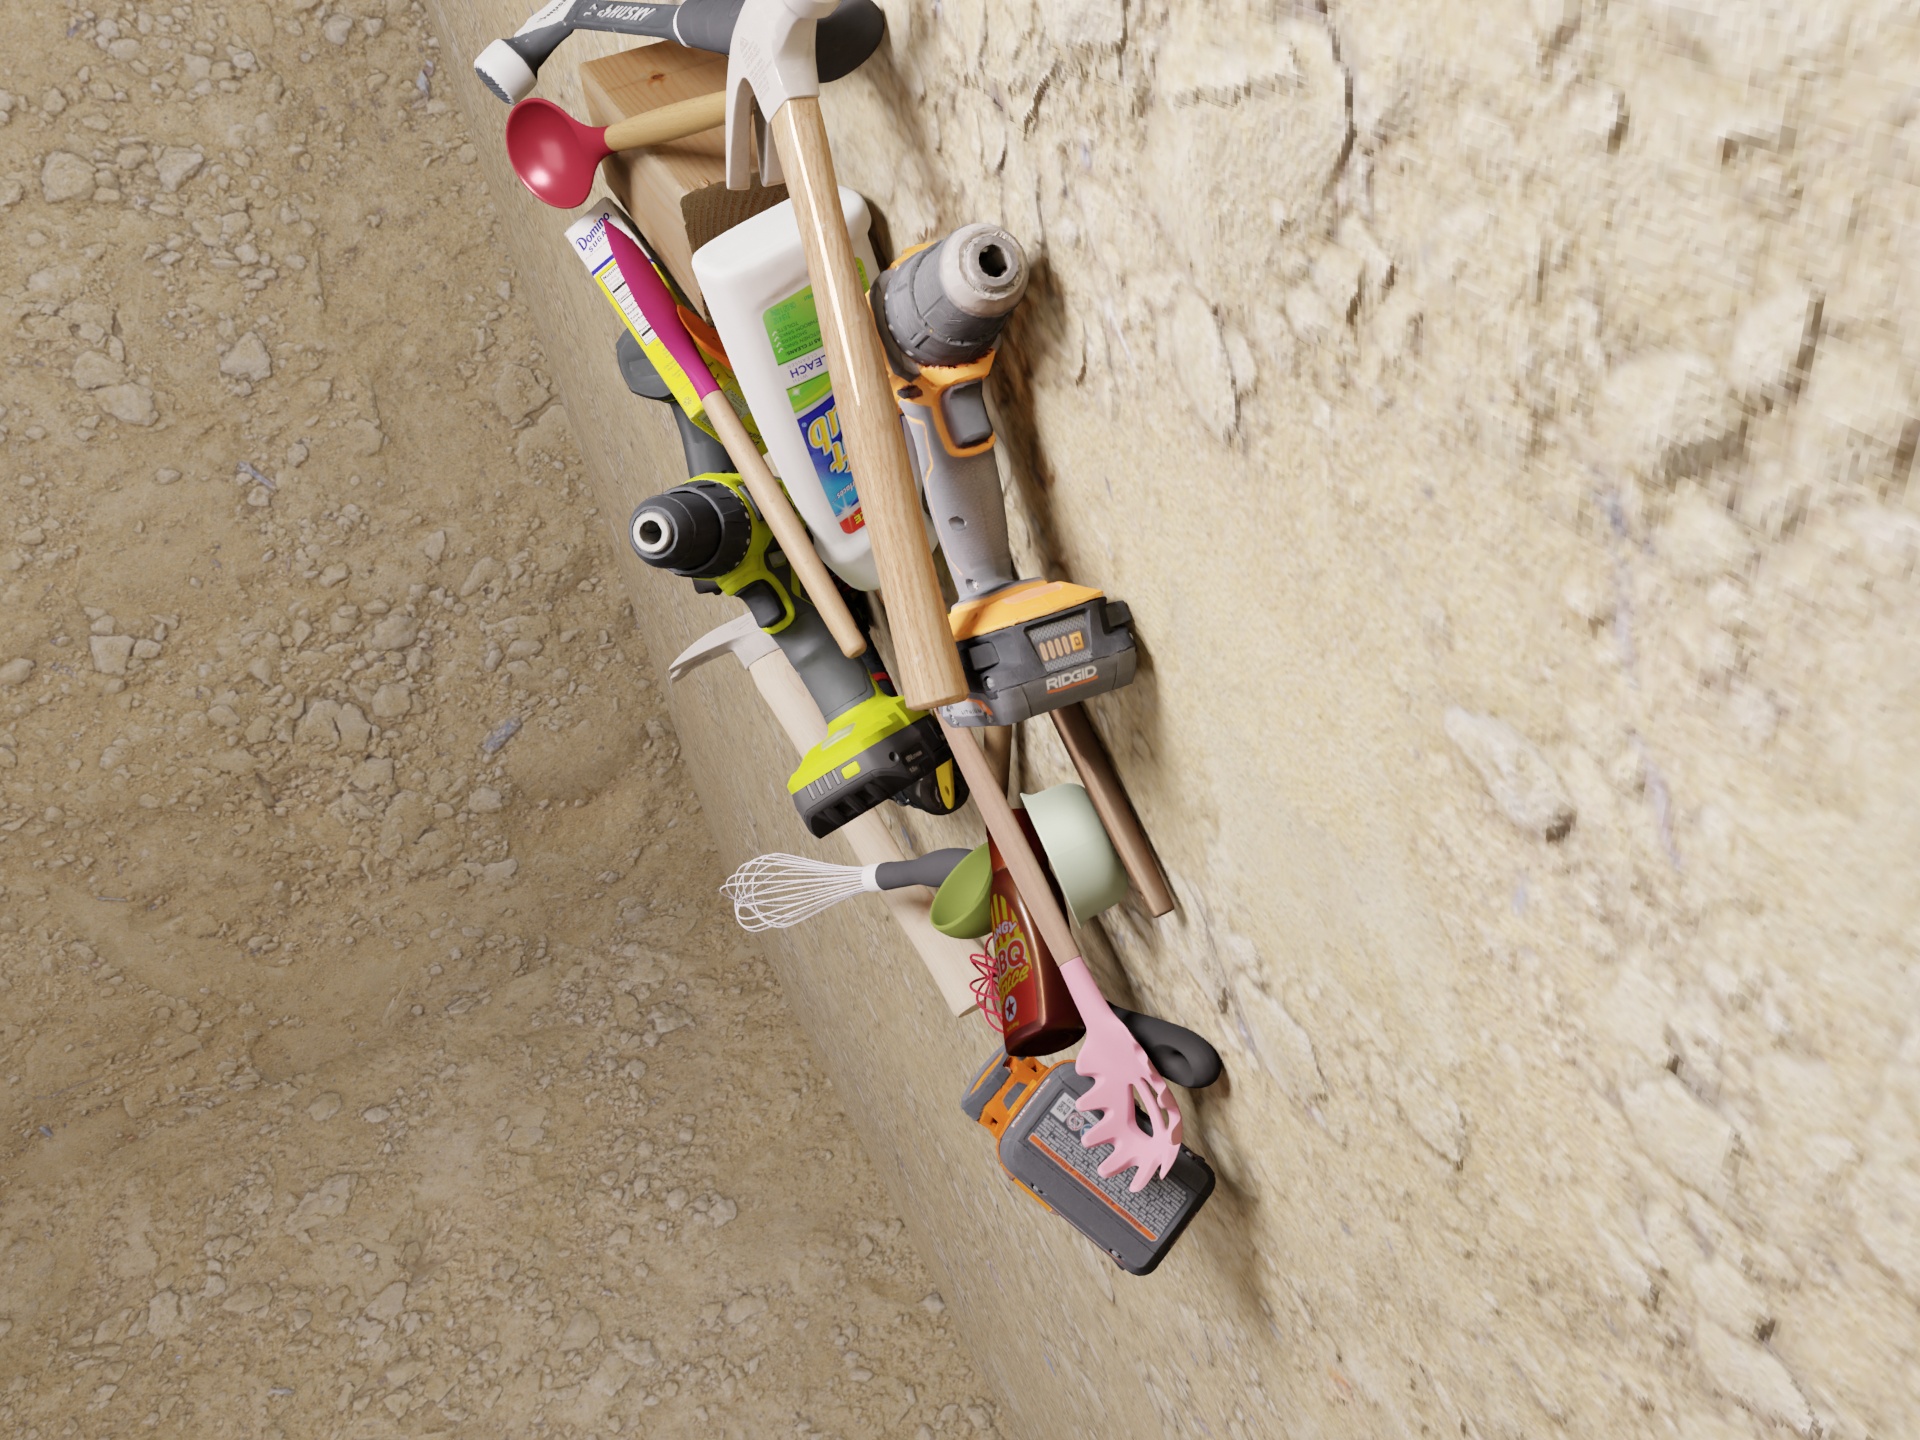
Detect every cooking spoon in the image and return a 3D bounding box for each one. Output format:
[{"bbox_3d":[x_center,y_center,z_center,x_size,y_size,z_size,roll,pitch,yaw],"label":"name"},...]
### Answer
[{"bbox_3d":[-0.136,-0.173,0.953,0.319,0.017,0.068,60,-171,13],"label":"cooking spoon"}]

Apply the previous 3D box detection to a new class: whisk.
[{"bbox_3d":[-0.092,0.132,1.302,0.284,0.070,0.070,-13,102,39],"label":"whisk"},{"bbox_3d":[0.080,0.185,1.008,0.296,0.073,0.073,6,118,67],"label":"whisk"}]

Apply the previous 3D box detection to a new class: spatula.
[{"bbox_3d":[-0.080,-0.128,1.014,0.322,0.041,0.081,61,179,-32],"label":"spatula"},{"bbox_3d":[0.042,-0.038,0.873,0.059,0.018,0.316,101,145,-75],"label":"spatula"}]

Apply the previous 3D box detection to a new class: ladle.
[{"bbox_3d":[0.012,0.039,1.034,0.062,0.078,0.319,16,141,13],"label":"ladle"},{"bbox_3d":[-0.188,-0.336,0.907,0.316,0.031,0.069,18,137,53],"label":"ladle"}]

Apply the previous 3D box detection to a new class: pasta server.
[{"bbox_3d":[0.048,0.117,0.929,0.060,0.040,0.316,-37,70,32],"label":"pasta server"}]

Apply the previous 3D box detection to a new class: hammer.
[{"bbox_3d":[-0.102,0.079,1.380,0.411,0.146,0.038,58,165,19],"label":"hammer"},{"bbox_3d":[-0.155,-0.397,0.898,0.409,0.149,0.036,34,170,50],"label":"hammer"},{"bbox_3d":[-0.050,-0.167,0.728,0.130,0.031,0.331,-11,93,66],"label":"hammer"}]

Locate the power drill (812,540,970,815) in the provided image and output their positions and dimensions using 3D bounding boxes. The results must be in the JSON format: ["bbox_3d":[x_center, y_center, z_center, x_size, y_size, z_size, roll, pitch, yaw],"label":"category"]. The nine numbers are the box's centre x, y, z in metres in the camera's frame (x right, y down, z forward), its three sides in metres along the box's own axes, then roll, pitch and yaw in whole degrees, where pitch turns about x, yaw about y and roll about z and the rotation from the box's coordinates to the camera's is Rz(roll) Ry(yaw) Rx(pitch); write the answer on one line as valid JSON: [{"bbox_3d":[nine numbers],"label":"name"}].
[{"bbox_3d":[-0.064,-0.038,1.158,0.226,0.080,0.188,68,167,-16],"label":"power drill"}]

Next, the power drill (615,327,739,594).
[{"bbox_3d":[-0.188,-0.227,1.248,0.171,0.080,0.223,-72,-28,-57],"label":"power drill"}]

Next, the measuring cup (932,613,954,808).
[{"bbox_3d":[-0.002,-0.003,1.039,0.062,0.029,0.156,50,153,42],"label":"measuring cup"}]

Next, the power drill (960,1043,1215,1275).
[{"bbox_3d":[0.087,0.283,1.025,0.164,0.084,0.226,40,170,0],"label":"power drill"}]

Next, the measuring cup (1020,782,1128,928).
[{"bbox_3d":[0.071,0.076,0.933,0.167,0.038,0.083,48,-162,-81],"label":"measuring cup"}]

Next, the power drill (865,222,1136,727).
[{"bbox_3d":[0.012,-0.115,0.755,0.185,0.084,0.226,176,76,-73],"label":"power drill"}]

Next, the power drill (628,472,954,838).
[{"bbox_3d":[-0.106,-0.049,0.969,0.228,0.080,0.190,59,-163,0],"label":"power drill"}]
